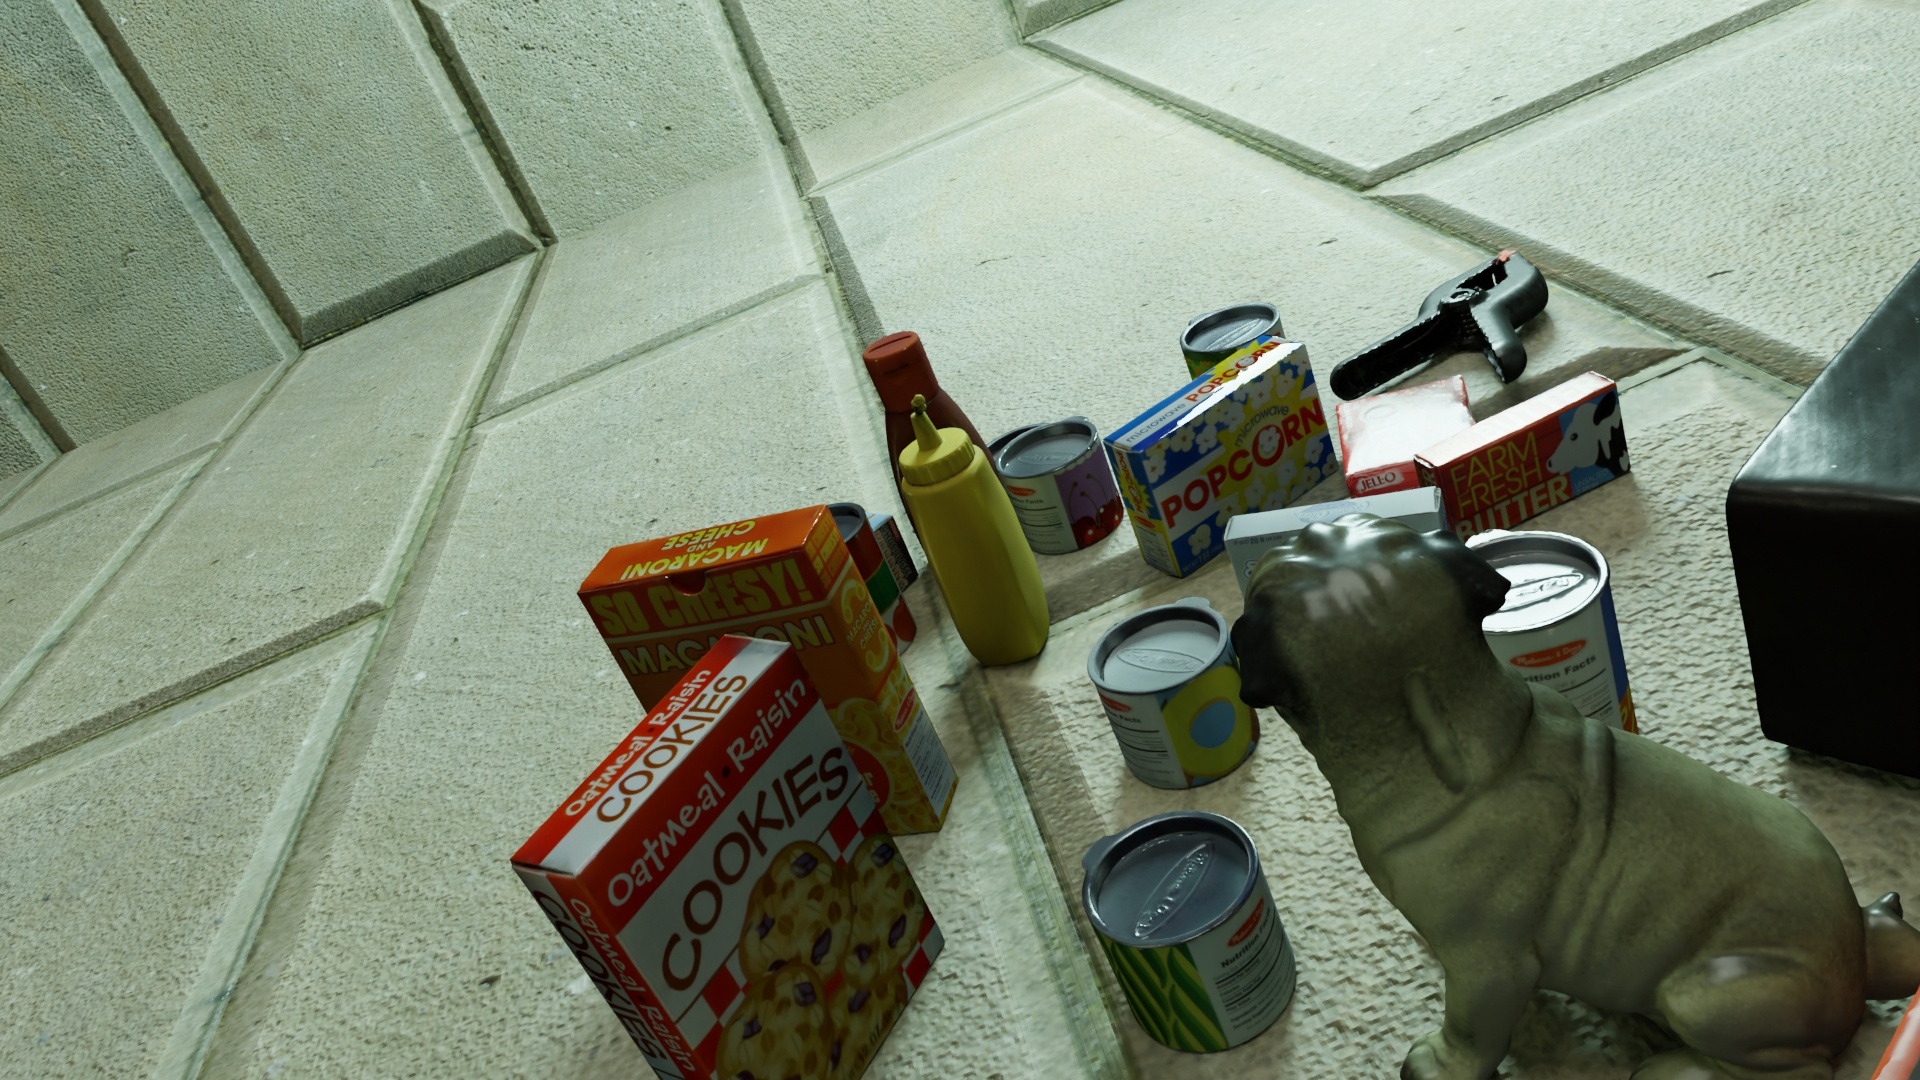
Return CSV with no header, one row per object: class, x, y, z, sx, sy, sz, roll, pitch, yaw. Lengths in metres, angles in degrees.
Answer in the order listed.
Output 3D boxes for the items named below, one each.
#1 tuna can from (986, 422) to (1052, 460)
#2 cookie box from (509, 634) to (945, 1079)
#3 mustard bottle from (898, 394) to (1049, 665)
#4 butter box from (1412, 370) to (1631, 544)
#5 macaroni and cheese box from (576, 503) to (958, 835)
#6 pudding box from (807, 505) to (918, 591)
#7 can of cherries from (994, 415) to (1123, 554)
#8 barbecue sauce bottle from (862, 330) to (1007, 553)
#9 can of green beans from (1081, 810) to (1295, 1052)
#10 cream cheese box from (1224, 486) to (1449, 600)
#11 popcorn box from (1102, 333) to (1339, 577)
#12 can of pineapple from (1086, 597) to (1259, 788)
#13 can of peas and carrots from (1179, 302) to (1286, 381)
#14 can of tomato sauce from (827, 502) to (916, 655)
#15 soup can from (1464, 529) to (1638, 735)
tuna can,0.046,-0.047,0.920,0.071,0.032,0.071,-18,27,10
cookie box,-0.080,0.139,0.530,0.040,0.166,0.123,-2,34,37
mustard bottle,0.003,-0.009,0.744,0.049,0.159,0.065,-15,28,16
butter box,0.283,-0.040,0.699,0.103,0.053,0.024,-25,27,-3
macaroni and cheese box,-0.089,0.071,0.661,0.123,0.165,0.040,-11,29,23
pudding box,-0.072,0.007,0.894,0.083,0.049,0.030,7,39,45
can of cherries,0.064,-0.034,0.855,0.071,0.058,0.072,-18,27,10
barbecue sauce bottle,-0.016,-0.056,0.857,0.065,0.148,0.044,-20,27,7
can of green beans,0.085,0.144,0.514,0.071,0.057,0.071,-18,27,10
cream cheese box,0.188,0.008,0.686,0.103,0.053,0.024,-9,30,26
popcorn box,0.149,-0.049,0.785,0.127,0.085,0.038,-33,28,-19
can of pineapple,0.100,0.070,0.637,0.071,0.057,0.071,-18,27,10
can of peas and carrots,0.182,-0.115,0.910,0.071,0.058,0.071,-18,27,10
can of tomato sauce,-0.072,0.031,0.815,0.071,0.082,0.071,-18,27,10
soup can,0.227,0.047,0.551,0.071,0.083,0.072,-18,27,10
